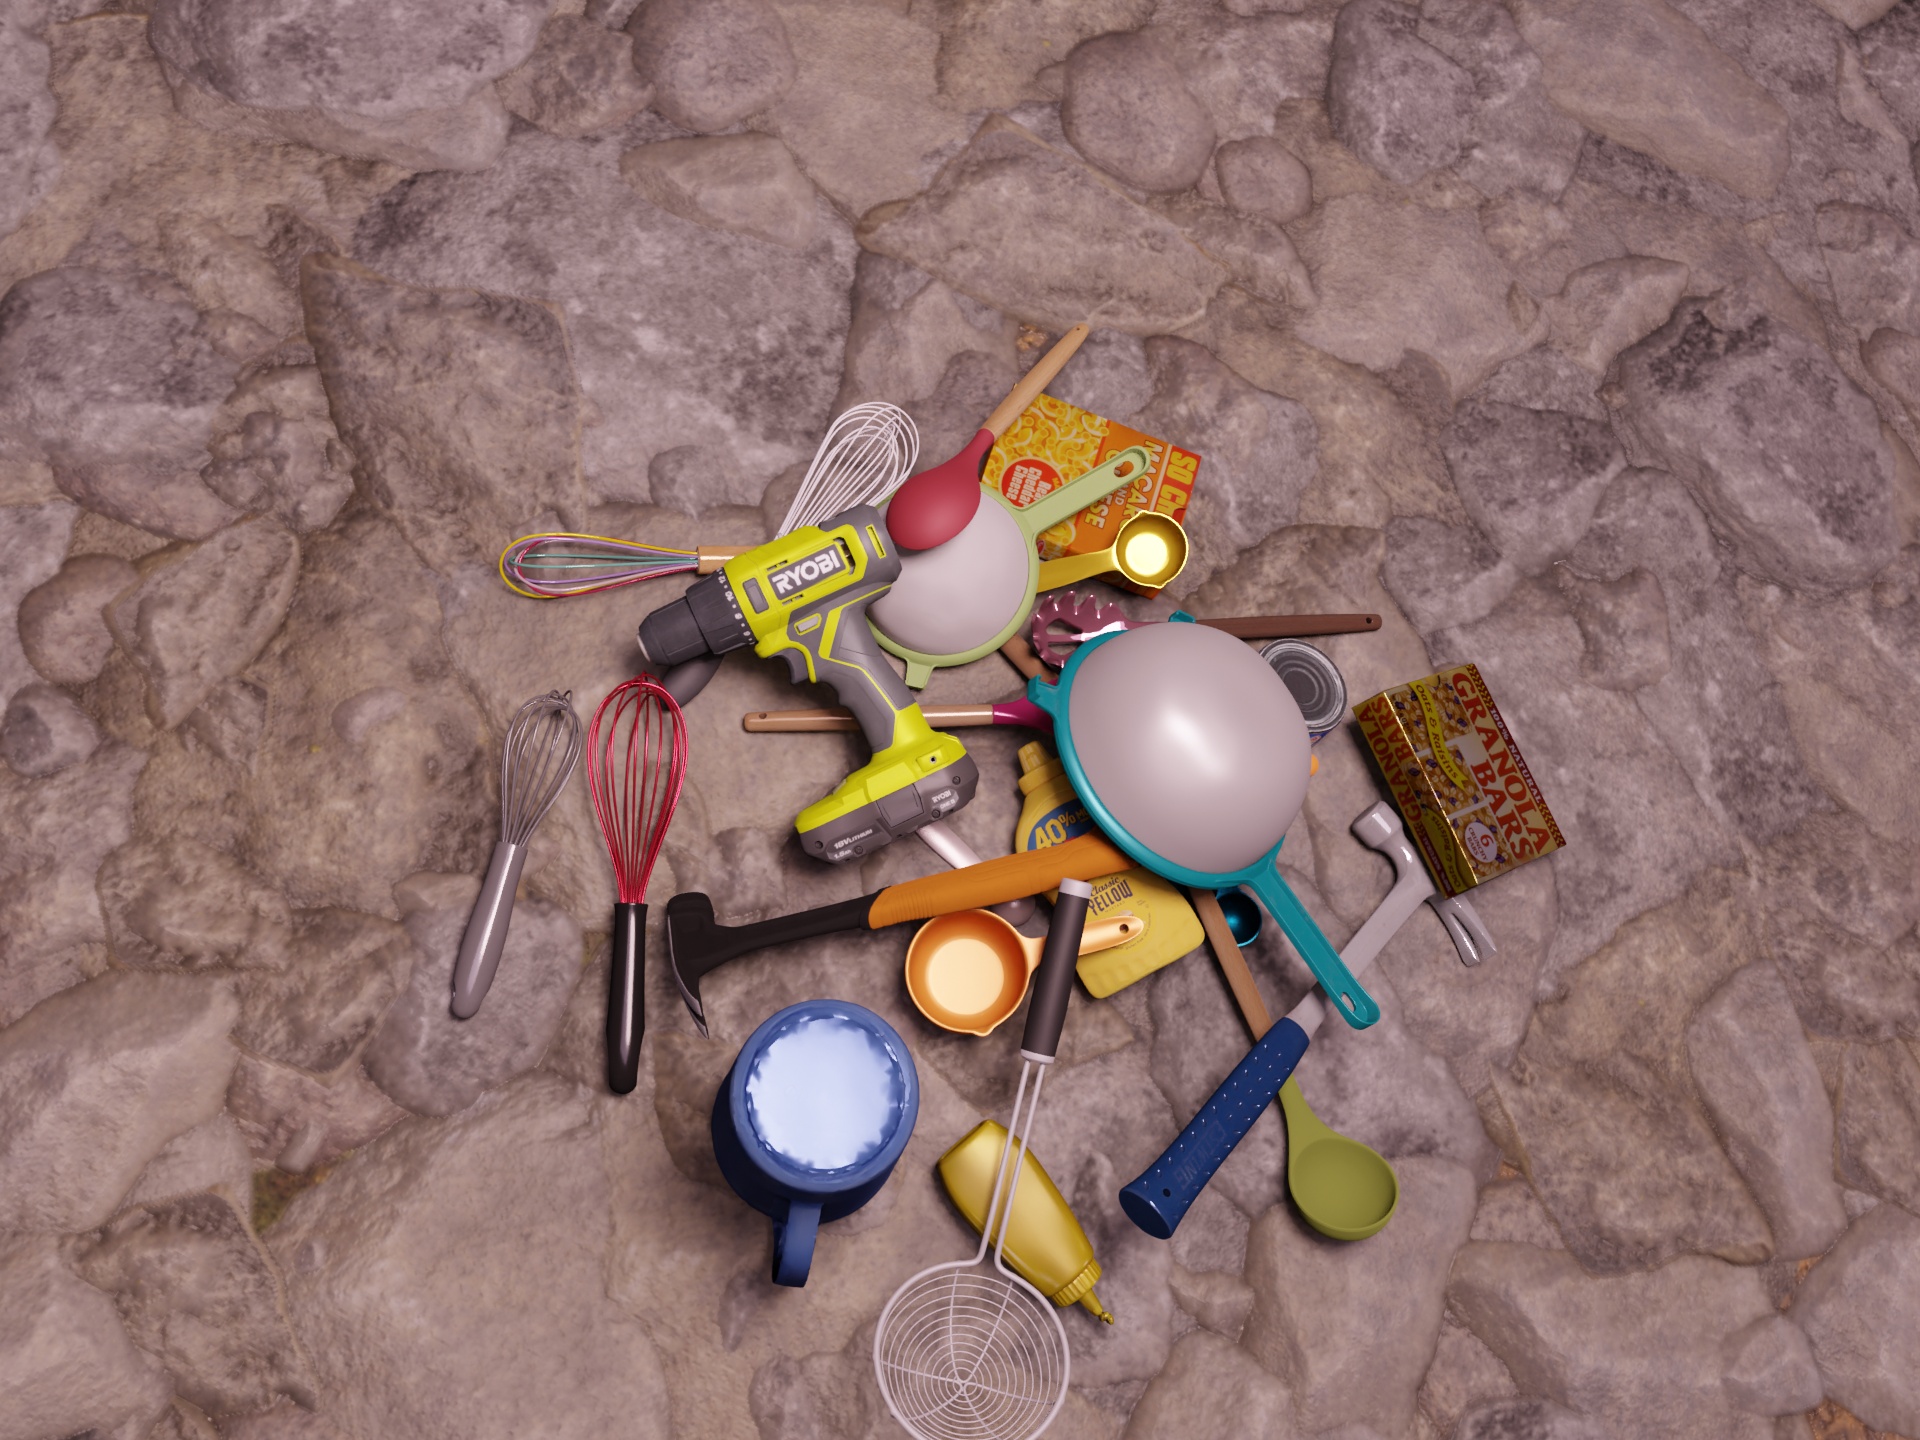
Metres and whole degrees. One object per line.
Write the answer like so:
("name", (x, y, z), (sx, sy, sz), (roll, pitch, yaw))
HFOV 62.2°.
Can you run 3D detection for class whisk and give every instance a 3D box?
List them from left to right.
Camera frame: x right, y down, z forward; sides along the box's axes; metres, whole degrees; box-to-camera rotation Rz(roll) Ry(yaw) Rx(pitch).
("whisk", (-0.310, 0.089, 1.106), (0.055, 0.055, 0.239), (15, 75, -7))
("whisk", (-0.229, 0.109, 1.111), (0.073, 0.073, 0.296), (3, 78, -11))
("whisk", (-0.220, -0.118, 1.198), (0.245, 0.051, 0.047), (-3, 94, -17))
("whisk", (-0.133, -0.122, 1.182), (0.070, 0.070, 0.284), (38, 86, 2))

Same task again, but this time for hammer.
("hammer", (-0.032, 0.128, 1.099), (0.337, 0.034, 0.127), (-13, 32, -8))
("hammer", (0.249, 0.219, 1.136), (0.144, 0.035, 0.405), (48, 54, 5))

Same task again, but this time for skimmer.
("skimmer", (0.038, 0.281, 1.034), (0.127, 0.090, 0.363), (13, 83, 2))

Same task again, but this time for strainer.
("strainer", (0.030, -0.145, 1.199), (0.256, 0.069, 0.151), (-29, 81, 2))
("strainer", (0.212, 0.059, 1.122), (0.211, 0.095, 0.340), (-25, 76, -43))

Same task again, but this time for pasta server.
("pasta server", (0.199, -0.073, 1.263), (0.316, 0.040, 0.060), (-3, 83, -18))

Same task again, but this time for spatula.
("spatula", (0.089, 0.001, 1.233), (0.082, 0.044, 0.317), (-39, 79, -20))

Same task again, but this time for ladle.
("ladle", (0.033, -0.230, 1.226), (0.069, 0.031, 0.315), (14, 45, 24))
("ladle", (0.226, 0.224, 1.163), (0.078, 0.062, 0.320), (-20, 80, -21))

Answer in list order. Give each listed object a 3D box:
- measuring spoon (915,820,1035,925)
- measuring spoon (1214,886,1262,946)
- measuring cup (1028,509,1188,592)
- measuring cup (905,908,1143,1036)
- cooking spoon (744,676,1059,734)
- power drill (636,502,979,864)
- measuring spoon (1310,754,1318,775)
("measuring spoon", (0.007, 0.105, 1.183), (0.124, 0.018, 0.034), (42, 69, 4))
("measuring spoon", (0.198, 0.109, 1.215), (0.042, 0.021, 0.129), (-12, 82, 2))
("measuring cup", (0.100, -0.120, 1.240), (0.156, 0.029, 0.062), (-14, 90, 5))
("measuring cup", (0.045, 0.171, 1.141), (0.173, 0.052, 0.095), (-14, 75, -7))
("cooking spoon", (-0.002, -0.004, 1.195), (0.319, 0.017, 0.069), (-2, 58, -5))
("power drill", (-0.104, -0.018, 1.131), (0.190, 0.080, 0.228), (-25, 94, -3))
("measuring spoon", (0.251, -0.006, 1.275), (0.021, 0.011, 0.117), (-30, 81, -19))
